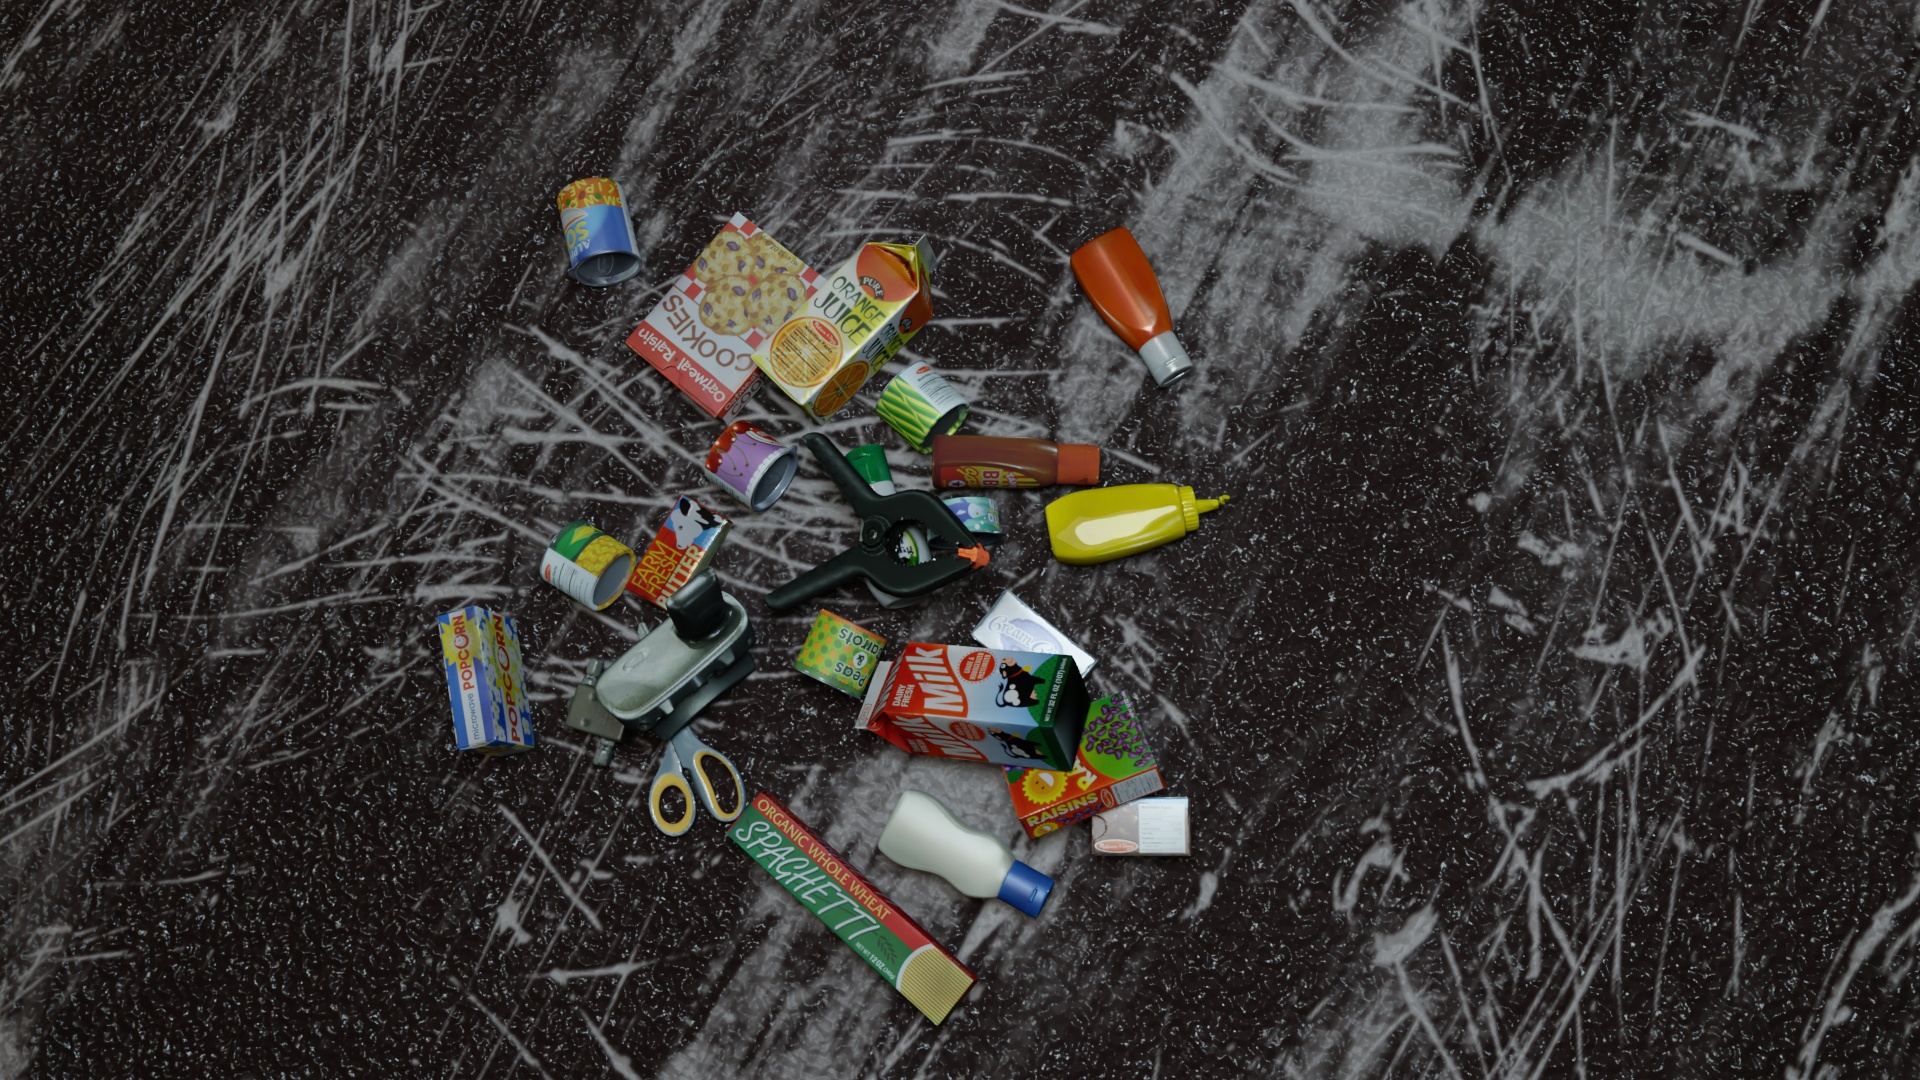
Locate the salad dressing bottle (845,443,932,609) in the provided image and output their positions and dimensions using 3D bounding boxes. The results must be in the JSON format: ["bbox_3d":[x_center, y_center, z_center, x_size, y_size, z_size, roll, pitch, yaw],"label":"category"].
[{"bbox_3d":[-0.068,-0.014,1.256,0.064,0.044,0.148,-21,75,12],"label":"salad dressing bottle"}]

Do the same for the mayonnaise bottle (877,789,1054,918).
[{"bbox_3d":[0.007,0.271,1.184,0.148,0.041,0.065,26,84,12],"label":"mayonnaise bottle"}]

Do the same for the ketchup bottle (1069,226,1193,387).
[{"bbox_3d":[0.160,-0.210,1.265,0.065,0.043,0.149,-29,75,3],"label":"ketchup bottle"}]

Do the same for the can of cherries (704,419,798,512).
[{"bbox_3d":[-0.191,-0.071,1.276,0.058,0.071,0.071,33,85,15],"label":"can of cherries"}]

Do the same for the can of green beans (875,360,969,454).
[{"bbox_3d":[-0.034,-0.120,1.263,0.058,0.071,0.071,43,87,14],"label":"can of green beans"}]

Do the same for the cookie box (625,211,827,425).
[{"bbox_3d":[-0.218,-0.212,1.324,0.123,0.040,0.167,39,86,14],"label":"cookie box"}]

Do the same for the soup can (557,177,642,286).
[{"bbox_3d":[-0.354,-0.300,1.350,0.071,0.071,0.084,-18,75,5],"label":"soup can"}]

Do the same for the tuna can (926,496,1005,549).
[{"bbox_3d":[0.004,-0.015,1.233,0.071,0.071,0.033,-7,77,7],"label":"tuna can"}]

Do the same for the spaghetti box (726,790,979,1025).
[{"bbox_3d":[-0.096,0.313,1.195,0.250,0.028,0.050,38,85,14],"label":"spaghetti box"}]

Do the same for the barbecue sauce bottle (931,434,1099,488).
[{"bbox_3d":[0.049,-0.069,1.243,0.149,0.064,0.044,1,70,0],"label":"barbecue sauce bottle"}]

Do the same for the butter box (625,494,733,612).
[{"bbox_3d":[-0.261,0.014,1.289,0.053,0.024,0.103,29,83,13],"label":"butter box"}]

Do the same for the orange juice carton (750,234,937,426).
[{"bbox_3d":[-0.094,-0.204,1.288,0.193,0.071,0.073,-45,76,-3],"label":"orange juice carton"}]

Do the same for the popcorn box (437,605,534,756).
[{"bbox_3d":[-0.428,0.129,1.257,0.038,0.085,0.127,-15,75,4],"label":"popcorn box"}]

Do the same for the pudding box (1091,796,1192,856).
[{"bbox_3d":[0.153,0.241,1.173,0.084,0.030,0.050,-2,79,8],"label":"pudding box"}]

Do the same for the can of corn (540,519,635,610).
[{"bbox_3d":[-0.340,0.022,1.279,0.058,0.071,0.071,29,84,13],"label":"can of corn"}]

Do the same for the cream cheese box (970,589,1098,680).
[{"bbox_3d":[0.065,0.095,1.221,0.104,0.024,0.053,38,85,14],"label":"cream cheese box"}]

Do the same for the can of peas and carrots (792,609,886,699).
[{"bbox_3d":[-0.105,0.101,1.223,0.071,0.071,0.059,23,82,13],"label":"can of peas and carrots"}]

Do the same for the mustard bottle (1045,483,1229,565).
[{"bbox_3d":[0.157,-0.019,1.221,0.160,0.048,0.065,-10,77,6],"label":"mustard bottle"}]

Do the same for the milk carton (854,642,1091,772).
[{"bbox_3d":[0.005,0.138,1.174,0.190,0.073,0.073,3,52,24],"label":"milk carton"}]

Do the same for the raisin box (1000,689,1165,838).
[{"bbox_3d":[0.099,0.188,1.172,0.123,0.040,0.086,-22,47,3],"label":"raisin box"}]
